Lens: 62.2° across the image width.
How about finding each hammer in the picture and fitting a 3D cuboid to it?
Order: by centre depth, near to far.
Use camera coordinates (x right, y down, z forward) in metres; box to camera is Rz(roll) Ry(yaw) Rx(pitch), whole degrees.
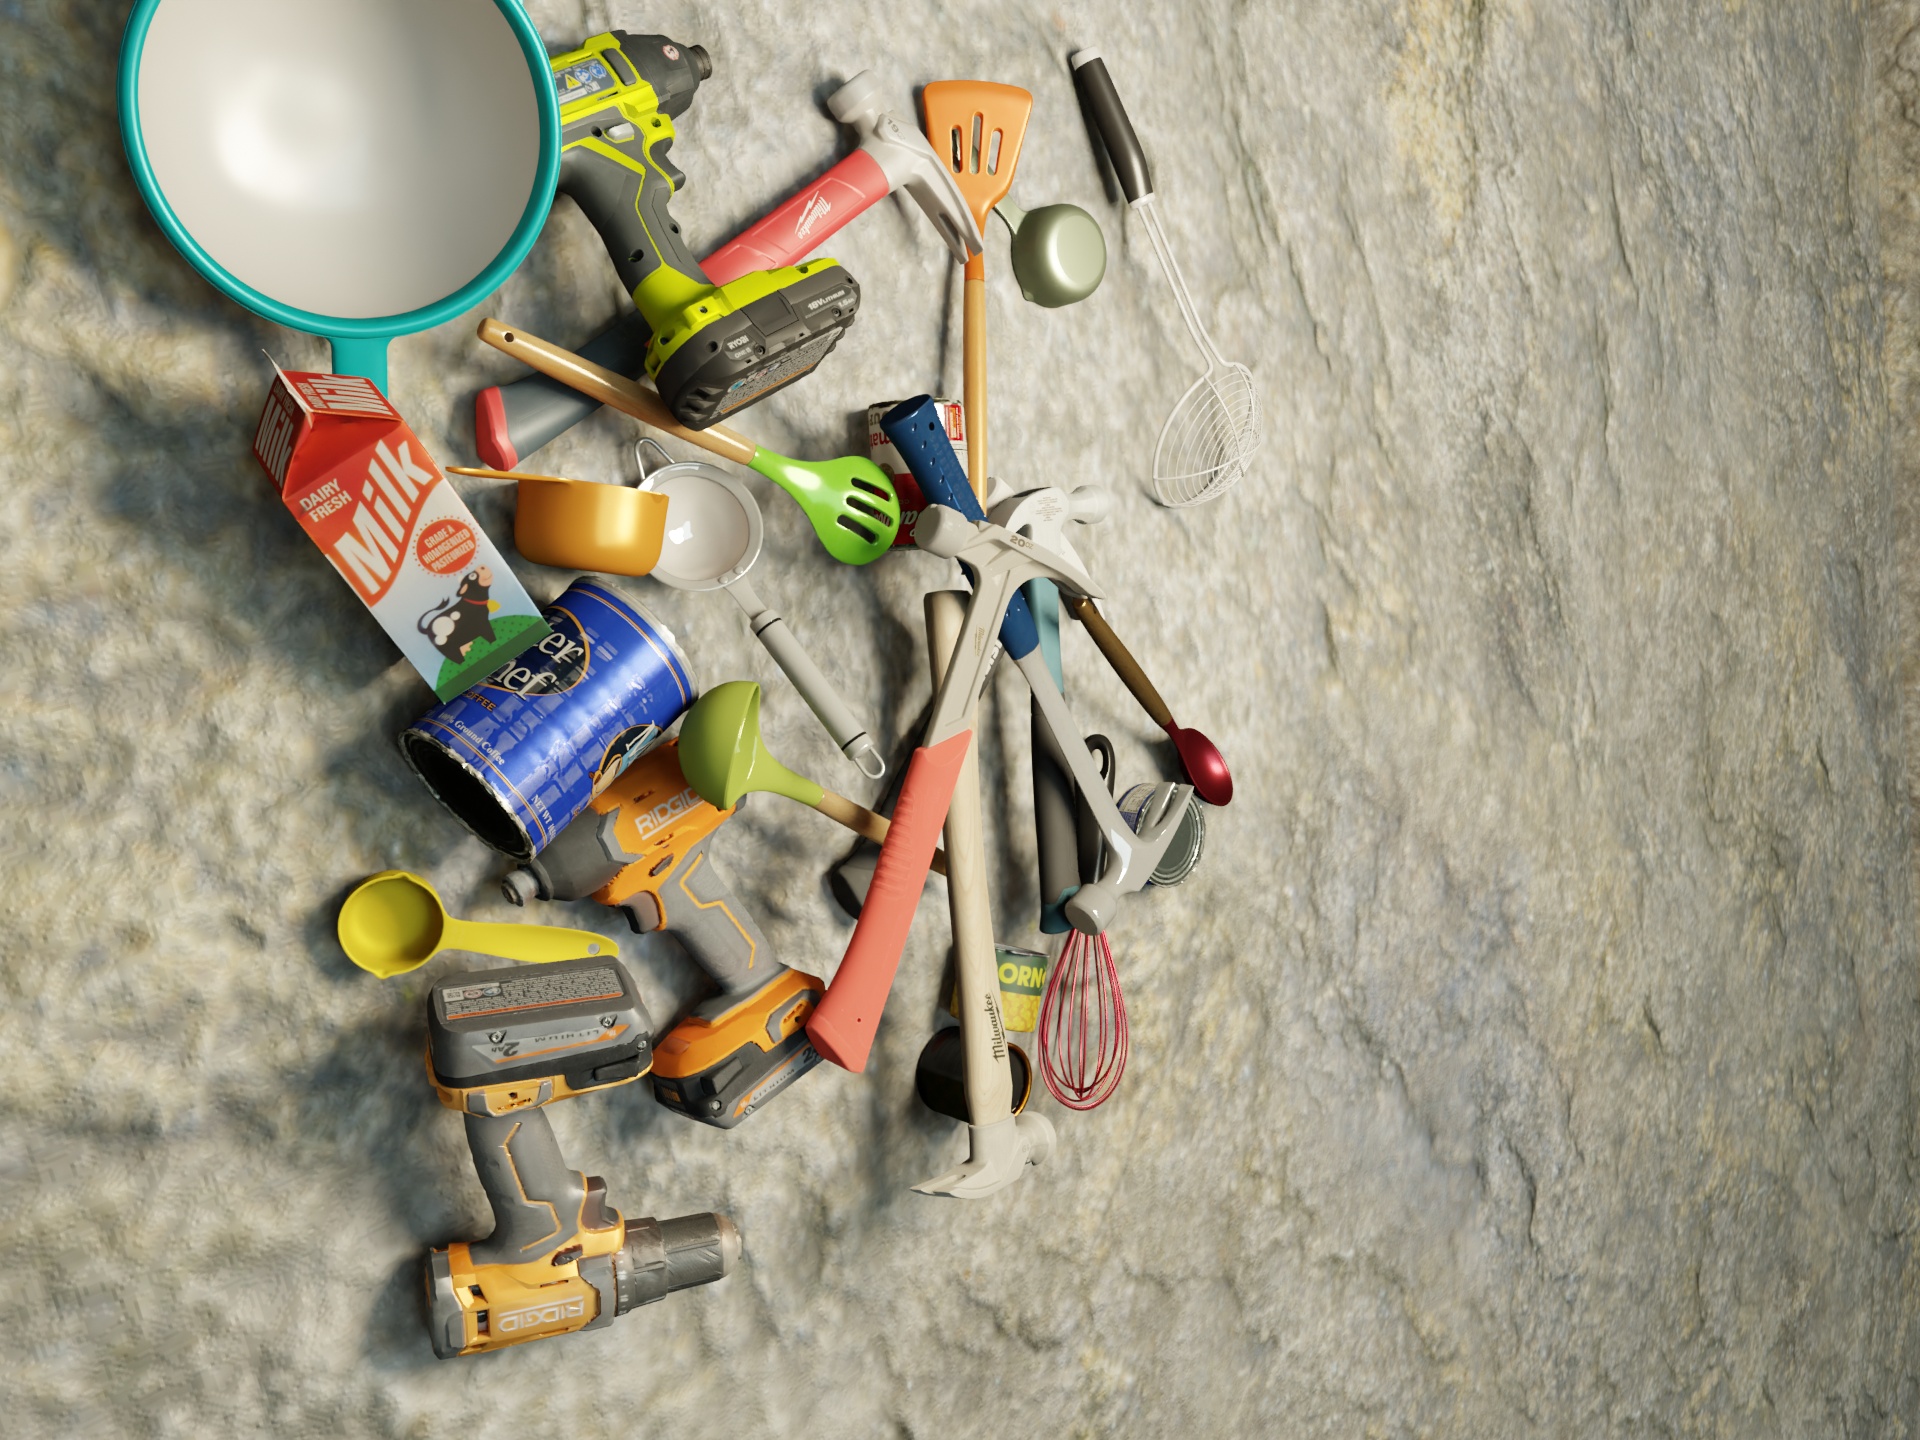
[{"bbox_3d":[-0.144,-0.265,1.012,0.386,0.038,0.143,-46,107,-27],"label":"hammer"},{"bbox_3d":[-0.015,0.051,1.030,0.149,0.037,0.359,23,82,-36],"label":"hammer"},{"bbox_3d":[0.001,0.115,1.093,0.146,0.038,0.411,-1,85,-59],"label":"hammer"},{"bbox_3d":[0.053,-0.044,1.119,0.144,0.035,0.405,-45,121,-32],"label":"hammer"},{"bbox_3d":[-0.002,-0.004,1.169,0.146,0.035,0.335,40,68,-35],"label":"hammer"},{"bbox_3d":[0.067,-0.007,1.182,0.128,0.033,0.331,-10,99,-40],"label":"hammer"}]

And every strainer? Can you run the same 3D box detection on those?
[{"bbox_3d":[-0.330,-0.253,0.845,0.211,0.095,0.340,-9,119,-32],"label":"strainer"},{"bbox_3d":[-0.129,-0.066,0.998,0.087,0.050,0.258,-34,83,-22],"label":"strainer"}]

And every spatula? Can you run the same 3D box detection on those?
[{"bbox_3d":[0.011,-0.293,1.137,0.081,0.041,0.323,0,85,-11],"label":"spatula"}]

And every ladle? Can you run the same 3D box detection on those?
[{"bbox_3d":[-0.069,0.058,1.036,0.319,0.062,0.078,34,64,-50],"label":"ladle"},{"bbox_3d":[0.152,-0.013,1.255,0.315,0.031,0.069,46,32,-51],"label":"ladle"}]

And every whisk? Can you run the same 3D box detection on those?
[{"bbox_3d":[0.102,0.158,1.257,0.073,0.073,0.296,8,82,-41],"label":"whisk"}]

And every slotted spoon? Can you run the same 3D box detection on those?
[{"bbox_3d":[-0.151,-0.172,0.976,0.313,0.031,0.070,22,83,-39],"label":"slotted spoon"}]

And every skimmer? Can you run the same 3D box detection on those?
[{"bbox_3d":[0.150,-0.350,1.283,0.127,0.090,0.363,-31,102,-33],"label":"skimmer"}]

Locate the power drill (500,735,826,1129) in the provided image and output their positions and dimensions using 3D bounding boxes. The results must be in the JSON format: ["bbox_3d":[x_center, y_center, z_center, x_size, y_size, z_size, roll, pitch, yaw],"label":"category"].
[{"bbox_3d":[-0.180,0.138,0.996,0.164,0.084,0.226,-32,109,-35],"label":"power drill"}]

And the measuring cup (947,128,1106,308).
[{"bbox_3d":[0.052,-0.380,1.187,0.167,0.038,0.083,42,67,-37],"label":"measuring cup"}]

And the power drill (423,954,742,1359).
[{"bbox_3d":[-0.218,0.255,0.924,0.185,0.084,0.226,-4,110,-22],"label":"power drill"}]

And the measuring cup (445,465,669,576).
[{"bbox_3d":[-0.234,-0.112,0.899,0.173,0.095,0.052,-7,105,-69],"label":"measuring cup"}]

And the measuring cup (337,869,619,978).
[{"bbox_3d":[-0.276,0.121,0.915,0.156,0.029,0.062,11,95,-23],"label":"measuring cup"}]

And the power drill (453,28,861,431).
[{"bbox_3d":[-0.167,-0.299,0.939,0.171,0.080,0.223,-36,91,-32],"label":"power drill"}]
